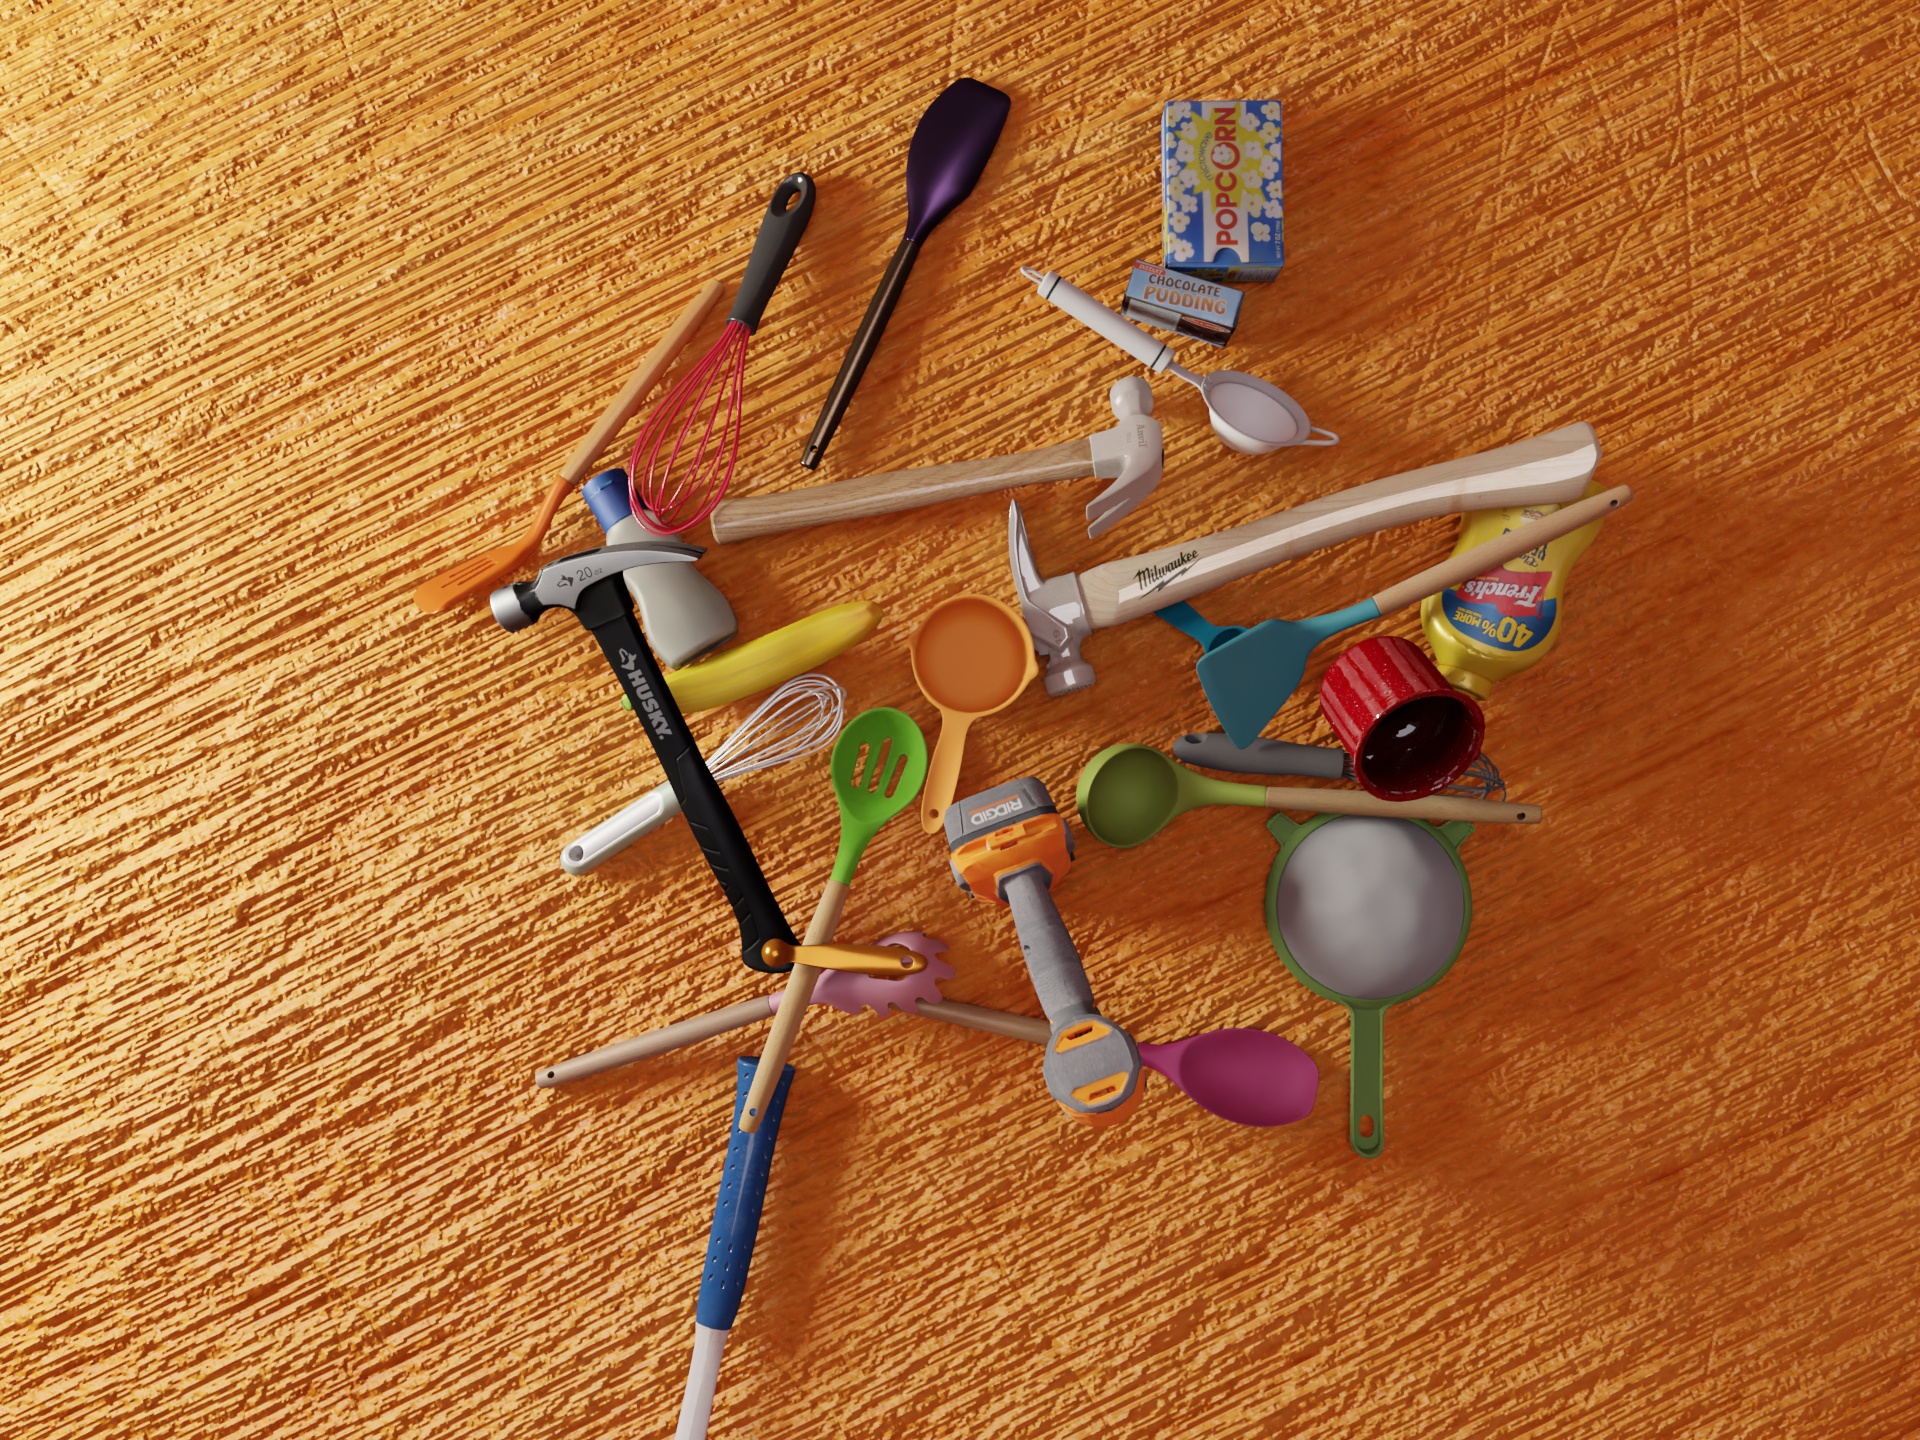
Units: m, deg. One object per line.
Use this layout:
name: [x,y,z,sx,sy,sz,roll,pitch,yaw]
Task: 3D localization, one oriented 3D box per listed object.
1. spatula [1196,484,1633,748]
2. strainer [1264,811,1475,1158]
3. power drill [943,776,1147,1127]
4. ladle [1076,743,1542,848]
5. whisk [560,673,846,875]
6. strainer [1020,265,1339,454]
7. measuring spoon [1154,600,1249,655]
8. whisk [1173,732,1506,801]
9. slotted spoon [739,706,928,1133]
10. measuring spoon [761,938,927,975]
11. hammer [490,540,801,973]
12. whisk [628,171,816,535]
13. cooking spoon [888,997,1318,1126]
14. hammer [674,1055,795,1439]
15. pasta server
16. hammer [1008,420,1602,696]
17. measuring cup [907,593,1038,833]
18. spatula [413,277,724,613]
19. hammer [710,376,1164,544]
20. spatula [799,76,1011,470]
spatula: [0.318,-0.084,1.107,0.317,0.044,0.082,-26,116,11]
strainer: [0.296,0.186,1.130,0.151,0.069,0.256,1,87,1]
power drill: [0.065,0.169,1.094,0.084,0.164,0.227,-21,68,0]
ladle: [0.241,0.060,1.116,0.320,0.062,0.078,3,109,11]
whisk: [-0.187,0.042,1.155,0.246,0.059,0.058,-33,70,5]
strainer: [0.152,-0.255,1.147,0.258,0.087,0.050,33,132,-2]
measuring spoon: [0.167,-0.074,1.169,0.129,0.021,0.042,38,95,11]
whisk: [0.273,0.034,1.148,0.239,0.055,0.055,6,89,5]
slotted spoon: [-0.097,0.139,1.132,0.070,0.031,0.314,19,77,2]
measuring spoon: [-0.080,0.166,1.111,0.117,0.011,0.021,5,80,-7]
hammer: [-0.187,0.032,1.112,0.146,0.035,0.334,-21,106,9]
whisk: [-0.166,-0.268,1.153,0.073,0.073,0.296,20,80,1]
cooking spoon: [0.103,0.236,1.158,0.319,0.017,0.069,12,81,1]
hammer: [-0.174,0.448,1.149,0.144,0.035,0.405,12,89,2]
pasta server: [-0.159,0.217,1.155,0.316,0.040,0.060,-19,63,6]
hammer: [0.238,-0.143,1.126,0.410,0.038,0.146,-16,86,9]
measuring cup: [-0.002,-0.004,1.147,0.095,0.052,0.173,14,87,-1]
spatula: [-0.280,-0.200,1.162,0.041,0.081,0.322,39,84,-32]
hammer: [-0.018,-0.168,1.144,0.331,0.031,0.130,-9,50,7]
spatula: [-0.049,-0.330,1.176,0.060,0.018,0.316,24,88,3]
